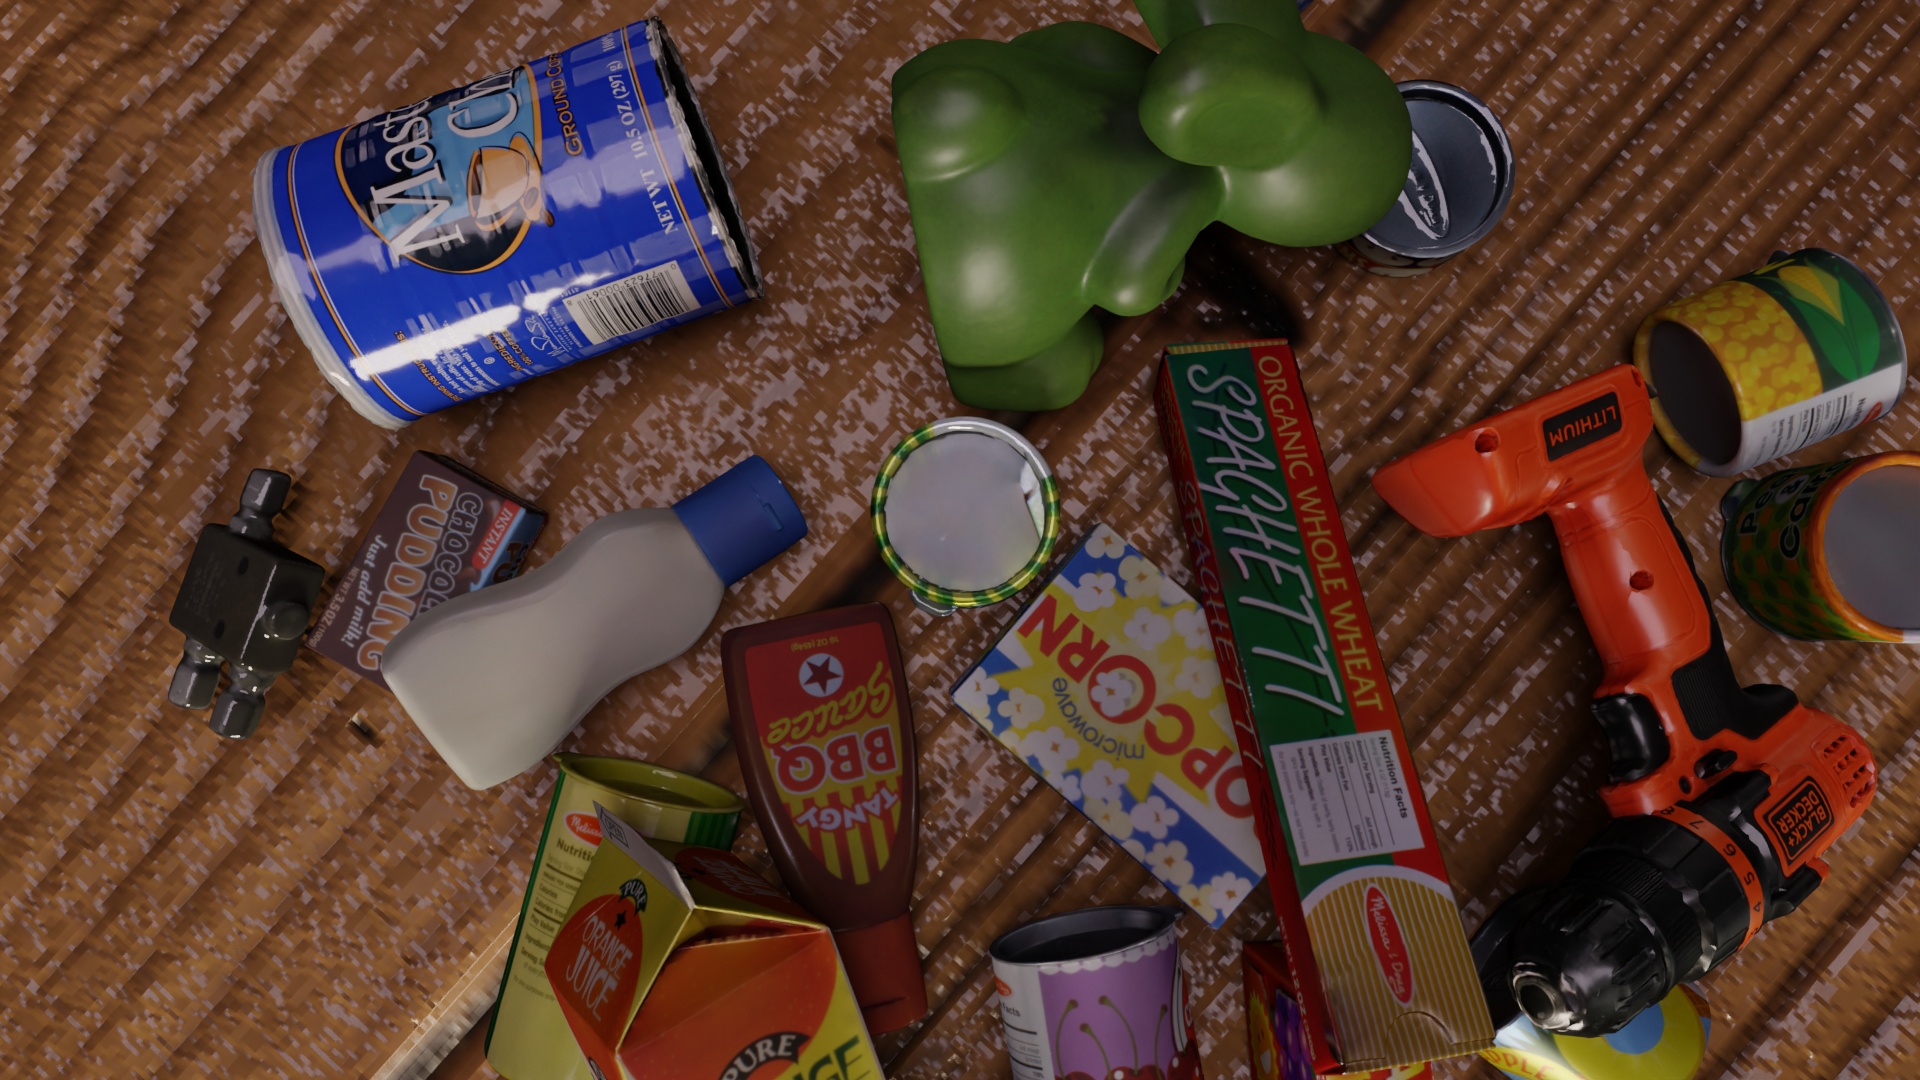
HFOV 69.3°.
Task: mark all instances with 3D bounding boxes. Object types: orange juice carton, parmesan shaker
[{"bbox_3d":[-0.071,0.173,0.442,0.073,0.072,0.192,-26,109,-27],"label":"orange juice carton"},{"bbox_3d":[-0.124,0.134,0.490,0.071,0.071,0.103,15,88,2],"label":"parmesan shaker"}]

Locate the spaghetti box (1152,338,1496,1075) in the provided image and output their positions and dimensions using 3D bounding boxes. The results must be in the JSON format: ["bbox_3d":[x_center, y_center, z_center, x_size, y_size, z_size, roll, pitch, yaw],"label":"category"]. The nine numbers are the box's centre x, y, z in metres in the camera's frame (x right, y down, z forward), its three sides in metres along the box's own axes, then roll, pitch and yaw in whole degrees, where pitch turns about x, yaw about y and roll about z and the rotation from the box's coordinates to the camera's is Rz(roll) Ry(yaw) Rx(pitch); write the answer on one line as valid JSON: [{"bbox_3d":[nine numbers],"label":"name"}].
[{"bbox_3d":[0.114,0.043,0.463,0.050,0.028,0.251,-6,64,-7],"label":"spaghetti box"}]

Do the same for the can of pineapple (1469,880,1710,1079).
[{"bbox_3d":[0.211,0.163,0.480,0.058,0.071,0.071,37,88,3],"label":"can of pineapple"}]

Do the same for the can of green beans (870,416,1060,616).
[{"bbox_3d":[0.002,-0.009,0.500,0.071,0.058,0.071,0,87,1],"label":"can of green beans"}]

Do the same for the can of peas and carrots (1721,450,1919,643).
[{"bbox_3d":[0.316,0.002,0.492,0.071,0.058,0.071,0,86,1],"label":"can of peas and carrots"}]

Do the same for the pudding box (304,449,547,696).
[{"bbox_3d":[-0.197,0.014,0.517,0.050,0.030,0.083,29,88,2],"label":"pudding box"}]

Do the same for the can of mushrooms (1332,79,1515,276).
[{"bbox_3d":[0.165,-0.133,0.517,0.071,0.033,0.071,0,87,1],"label":"can of mushrooms"}]

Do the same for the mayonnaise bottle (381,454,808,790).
[{"bbox_3d":[-0.125,0.023,0.497,0.148,0.041,0.064,-34,112,-13],"label":"mayonnaise bottle"}]

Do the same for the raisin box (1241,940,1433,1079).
[{"bbox_3d":[0.128,0.206,0.469,0.040,0.086,0.123,-4,86,-4],"label":"raisin box"}]

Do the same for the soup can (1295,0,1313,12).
[{"bbox_3d":[0.112,-0.231,0.499,0.071,0.084,0.071,0,87,1],"label":"soup can"}]

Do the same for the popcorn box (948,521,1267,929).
[{"bbox_3d":[0.070,0.065,0.503,0.127,0.038,0.085,41,88,3],"label":"popcorn box"}]

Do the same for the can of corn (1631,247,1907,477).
[{"bbox_3d":[0.284,-0.064,0.495,0.058,0.071,0.071,-22,86,0],"label":"can of corn"}]

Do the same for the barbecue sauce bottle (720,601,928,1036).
[{"bbox_3d":[-0.043,0.099,0.500,0.065,0.043,0.148,-10,87,-15],"label":"barbecue sauce bottle"}]

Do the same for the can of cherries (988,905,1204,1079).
[{"bbox_3d":[0.050,0.164,0.484,0.071,0.071,0.058,-11,87,1],"label":"can of cherries"}]
